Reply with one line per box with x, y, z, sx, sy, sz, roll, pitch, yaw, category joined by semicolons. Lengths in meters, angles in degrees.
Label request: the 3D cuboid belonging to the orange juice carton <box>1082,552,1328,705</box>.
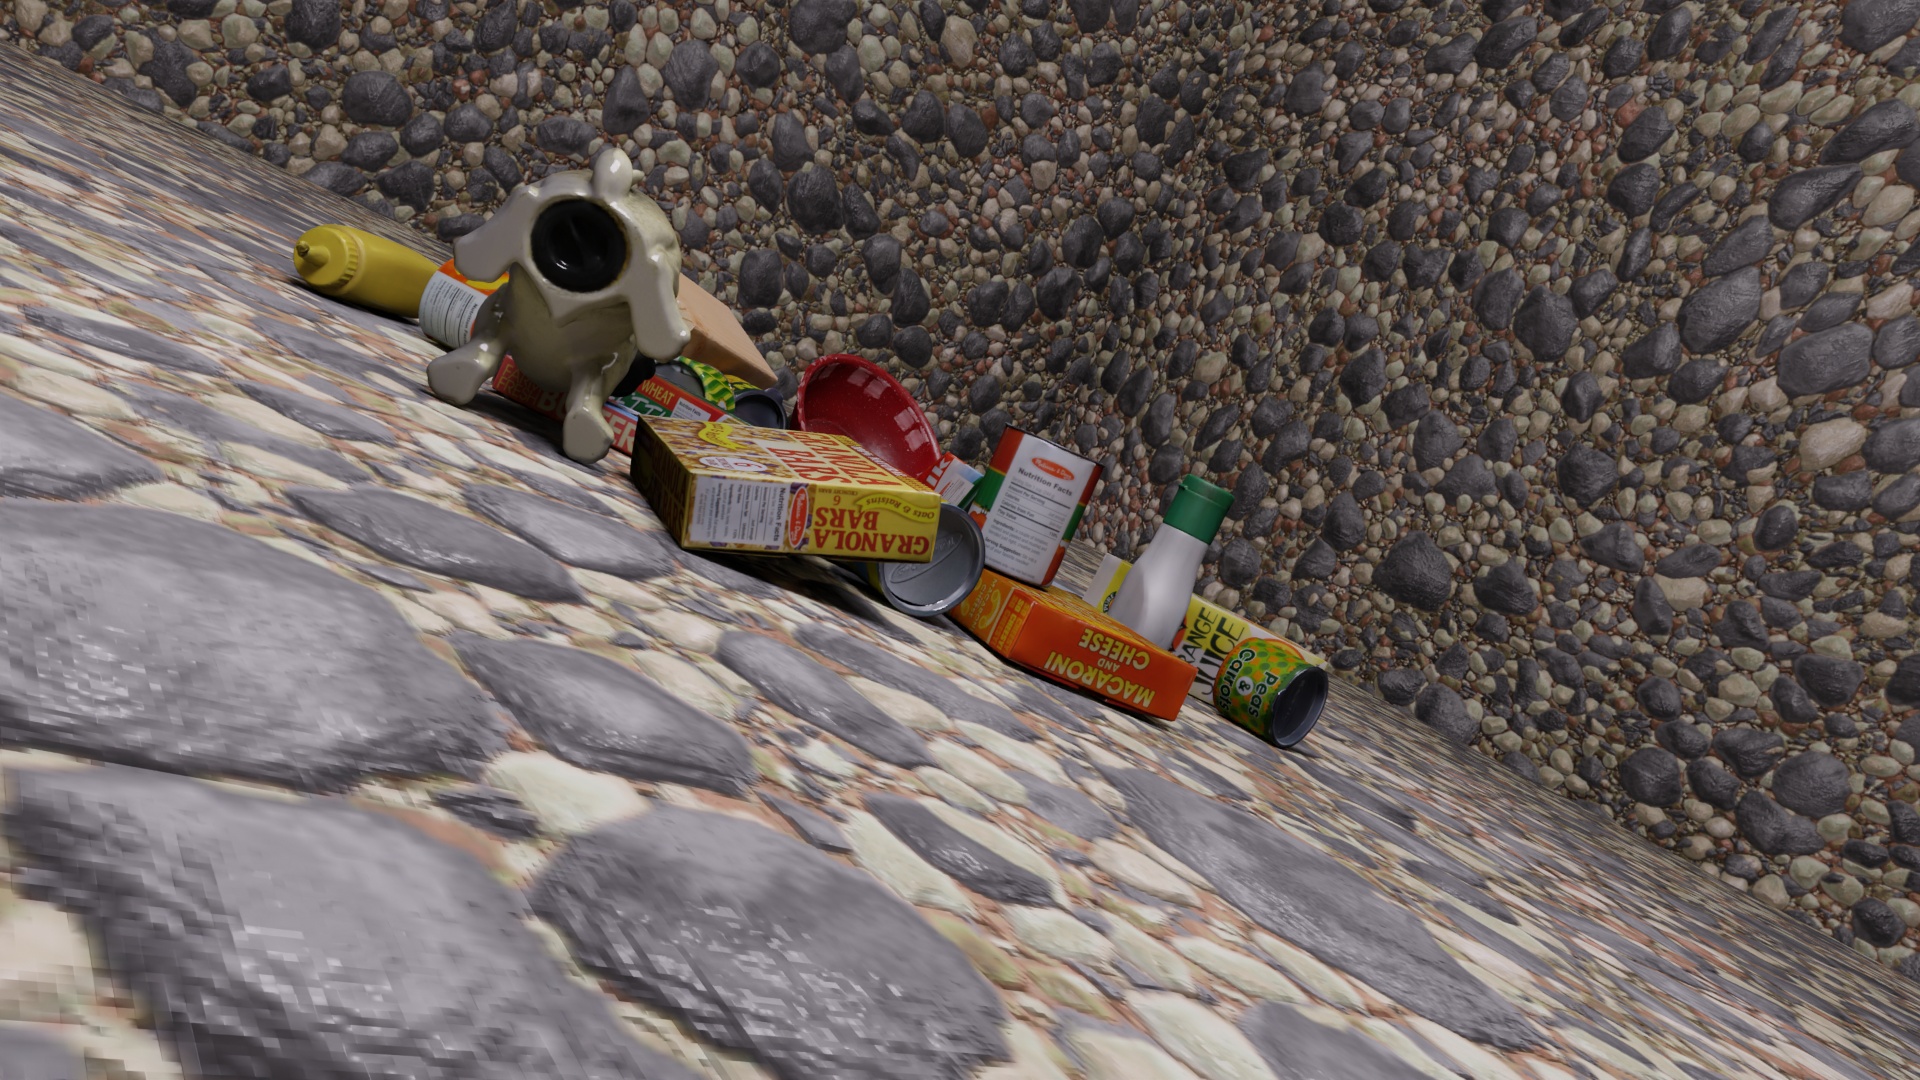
0.185;0.081;1.112;0.193;0.071;0.073;26;3;-7;orange juice carton

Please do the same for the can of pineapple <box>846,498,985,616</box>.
-0.028;0.002;0.794;0.071;0.071;0.058;24;3;-31;can of pineapple

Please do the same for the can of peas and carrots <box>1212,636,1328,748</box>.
0.229;0.112;1.035;0.059;0.071;0.071;28;4;43;can of peas and carrots

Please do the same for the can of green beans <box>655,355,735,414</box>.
-0.212;-0.106;1.057;0.071;0.071;0.058;27;4;8;can of green beans

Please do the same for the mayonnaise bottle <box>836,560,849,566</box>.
-0.088;-0.016;0.849;0.148;0.041;0.065;26;8;-15;mayonnaise bottle

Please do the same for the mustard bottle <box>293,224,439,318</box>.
-0.415;-0.188;0.954;0.065;0.048;0.160;26;4;4;mustard bottle

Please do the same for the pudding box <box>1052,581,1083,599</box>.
0.054;0.040;1.125;0.084;0.030;0.049;28;5;30;pudding box

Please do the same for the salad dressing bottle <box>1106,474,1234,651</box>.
0.137;0.028;0.944;0.044;0.147;0.064;25;4;-16;salad dressing bottle

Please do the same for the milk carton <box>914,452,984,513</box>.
0.004;-0.013;1.071;0.072;0.073;0.191;39;1;-16;milk carton

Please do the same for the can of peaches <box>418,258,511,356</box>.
-0.329;-0.156;0.963;0.058;0.071;0.071;26;3;14;can of peaches

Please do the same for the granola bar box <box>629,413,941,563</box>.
-0.097;-0.028;0.725;0.124;0.039;0.166;4;12;-23;granola bar box

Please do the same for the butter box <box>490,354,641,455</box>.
-0.243;-0.085;0.887;0.103;0.024;0.053;26;3;-6;butter box

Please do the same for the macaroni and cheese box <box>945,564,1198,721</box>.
0.052;0.052;0.862;0.124;0.040;0.167;23;4;-26;macaroni and cheese box

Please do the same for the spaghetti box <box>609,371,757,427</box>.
-0.205;-0.085;0.952;0.250;0.050;0.028;29;3;41;spaghetti box

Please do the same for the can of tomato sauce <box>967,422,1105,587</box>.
0.042;-0.021;0.851;0.071;0.083;0.071;23;4;-2;can of tomato sauce

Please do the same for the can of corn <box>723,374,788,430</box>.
-0.183;-0.100;1.139;0.071;0.071;0.058;23;4;-42;can of corn
